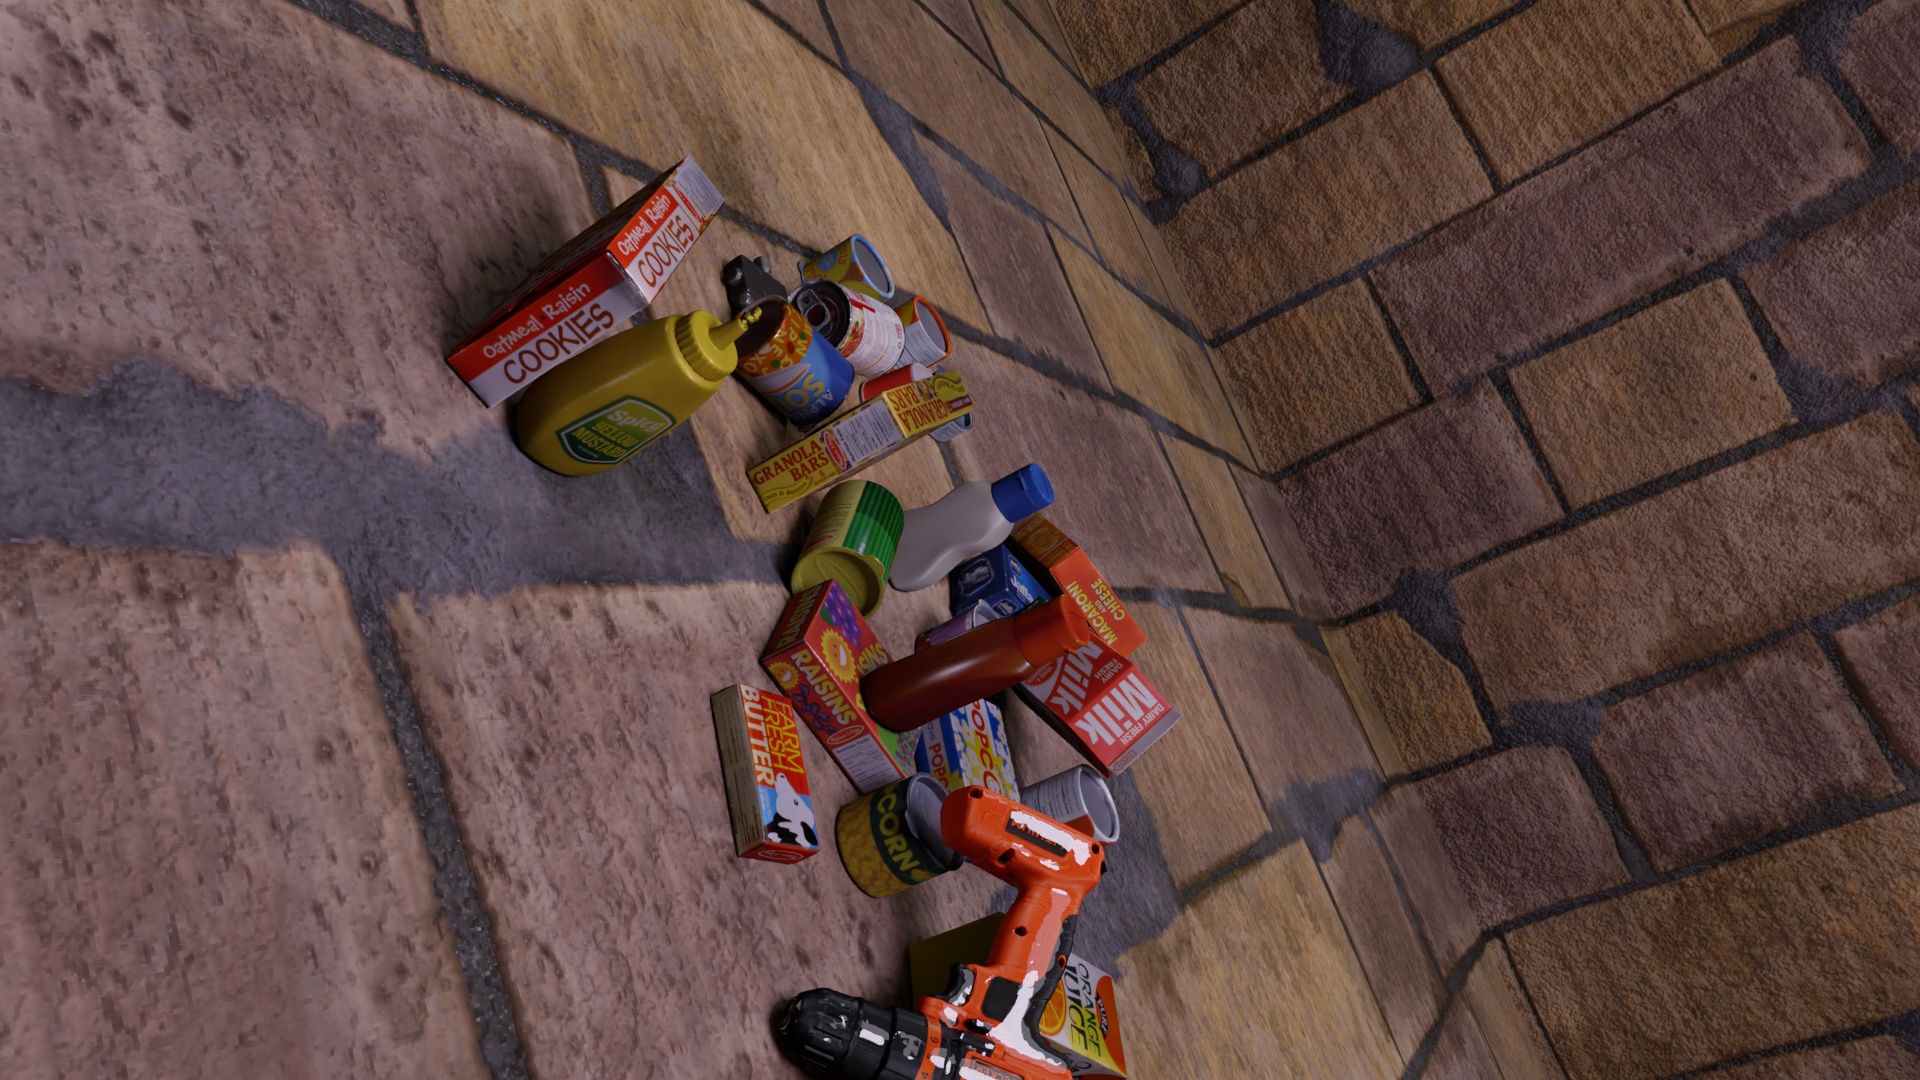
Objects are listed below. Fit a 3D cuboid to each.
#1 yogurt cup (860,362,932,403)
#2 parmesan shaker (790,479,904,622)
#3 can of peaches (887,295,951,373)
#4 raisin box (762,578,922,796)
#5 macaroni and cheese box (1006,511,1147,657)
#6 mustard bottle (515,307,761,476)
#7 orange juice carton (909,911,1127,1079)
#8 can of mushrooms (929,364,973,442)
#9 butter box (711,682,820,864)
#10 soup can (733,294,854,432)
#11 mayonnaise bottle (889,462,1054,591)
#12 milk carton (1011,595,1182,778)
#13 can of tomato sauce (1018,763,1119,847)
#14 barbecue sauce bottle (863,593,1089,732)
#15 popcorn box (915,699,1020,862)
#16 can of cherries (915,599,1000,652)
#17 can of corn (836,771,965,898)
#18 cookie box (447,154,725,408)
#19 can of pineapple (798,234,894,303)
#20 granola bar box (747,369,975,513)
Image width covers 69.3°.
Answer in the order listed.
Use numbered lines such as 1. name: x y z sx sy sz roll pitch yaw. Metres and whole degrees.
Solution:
1. yogurt cup: -0.050 -0.125 1.252 0.072 0.054 0.073 48 26 -33
2. parmesan shaker: -0.077 0.006 1.011 0.071 0.071 0.103 54 23 -21
3. can of peaches: -0.049 -0.194 1.329 0.071 0.058 0.071 48 26 -33
4. raisin box: -0.077 0.099 0.948 0.123 0.040 0.086 57 23 -19
5. macaroni and cheese box: 0.102 0.036 1.337 0.123 0.040 0.167 52 -3 -24
6. mustard bottle: -0.176 -0.090 0.780 0.065 0.160 0.049 31 39 -52
7. orange juice carton: 0.051 0.321 0.930 0.192 0.073 0.072 42 30 -42
8. can of mushrooms: -0.020 -0.133 1.359 0.071 0.033 0.071 48 26 -33
9. butter box: -0.117 0.139 0.831 0.053 0.024 0.104 30 39 -53
10. soup can: -0.133 -0.135 1.061 0.083 0.071 0.072 43 29 -40
11. mayonnaise bottle: 0.004 -0.014 1.114 0.041 0.148 0.065 20 47 -61
12. milk carton: 0.101 0.124 1.124 0.073 0.072 0.191 54 -10 -32
13. can of tomato sauce: 0.074 0.220 1.087 0.071 0.083 0.071 49 25 -33
14. barbecue sauce bottle: 0.012 0.080 0.913 0.065 0.148 0.044 26 43 -57
15. popcorn box: 0.005 0.175 1.046 0.085 0.038 0.127 36 33 -49
16. can of cherries: 0.005 0.091 1.118 0.071 0.058 0.072 47 27 -32
17. can of corn: -0.040 0.191 0.898 0.071 0.058 0.071 49 25 -33
18. cookie box: -0.216 -0.156 0.817 0.040 0.122 0.168 53 24 -23
19. can of pineapple: -0.103 -0.236 1.257 0.071 0.057 0.071 48 26 -32
20. granola bar box: -0.071 -0.078 1.052 0.039 0.124 0.166 62 21 -3
